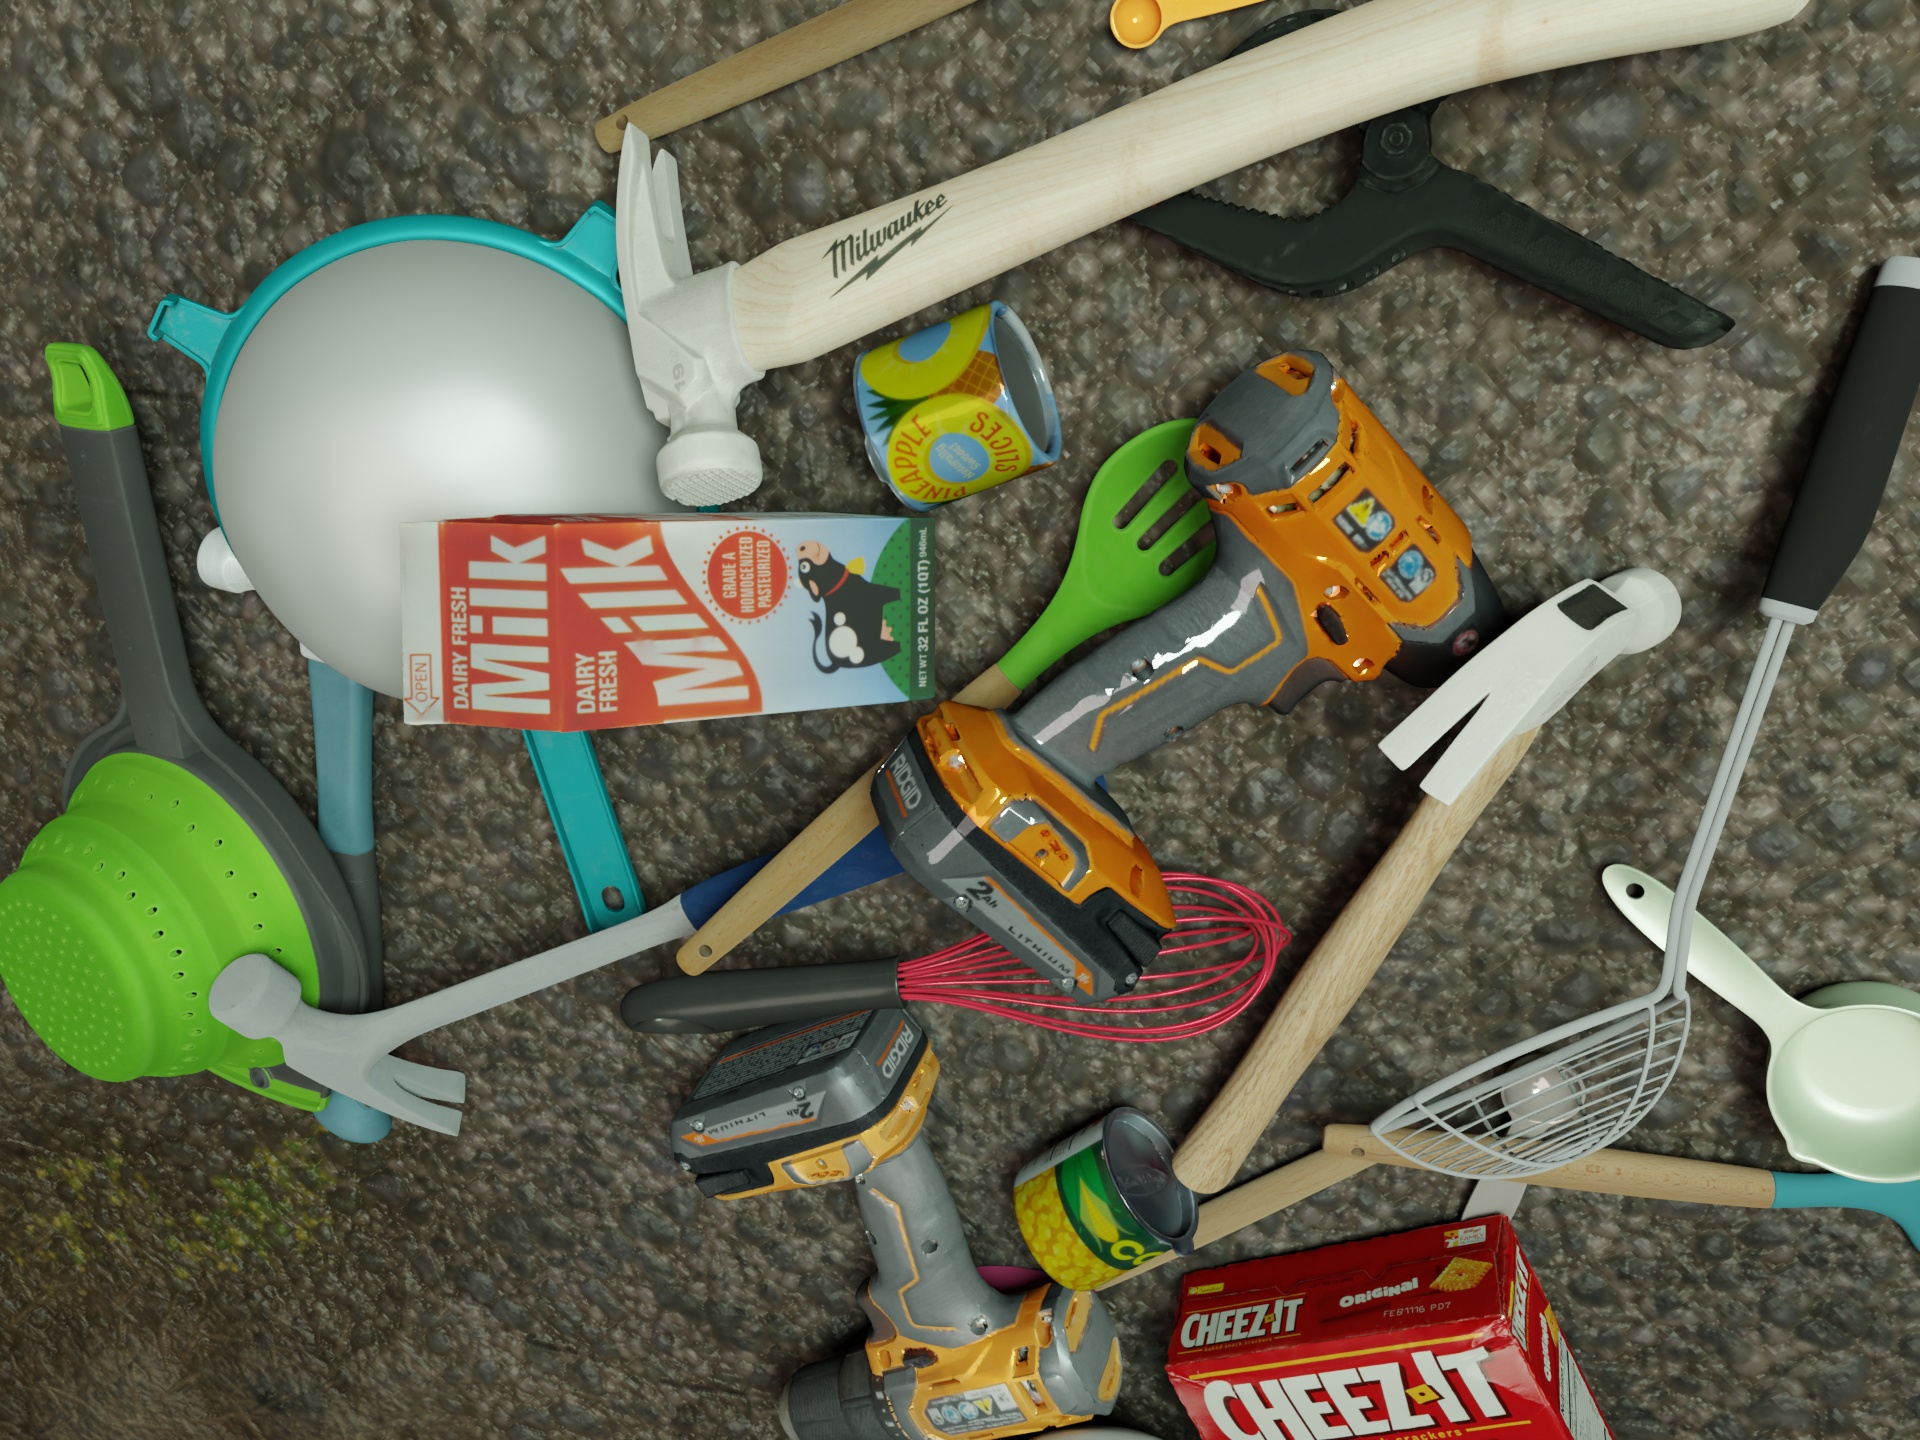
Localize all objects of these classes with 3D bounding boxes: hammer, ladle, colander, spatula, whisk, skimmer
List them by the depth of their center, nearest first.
[{"bbox_3d":[0.065,-0.200,0.532,0.410,0.038,0.146,-15,77,20],"label":"hammer"},{"bbox_3d":[-0.002,-0.262,0.552,0.320,0.062,0.078,-13,90,23],"label":"ladle"},{"bbox_3d":[0.252,0.010,0.584,0.090,0.127,0.363,25,105,41],"label":"skimmer"},{"bbox_3d":[0.162,0.084,0.638,0.031,0.130,0.331,44,130,27],"label":"hammer"},{"bbox_3d":[0.313,0.198,0.662,0.317,0.044,0.082,5,119,7],"label":"spatula"},{"bbox_3d":[-0.006,0.111,0.688,0.296,0.073,0.073,-8,111,9],"label":"whisk"},{"bbox_3d":[-0.126,0.093,0.717,0.405,0.035,0.143,-21,136,13],"label":"hammer"},{"bbox_3d":[-0.397,0.031,0.739,0.204,0.094,0.396,11,116,26],"label":"colander"},{"bbox_3d":[-0.307,0.072,0.792,0.128,0.033,0.330,14,116,10],"label":"hammer"}]

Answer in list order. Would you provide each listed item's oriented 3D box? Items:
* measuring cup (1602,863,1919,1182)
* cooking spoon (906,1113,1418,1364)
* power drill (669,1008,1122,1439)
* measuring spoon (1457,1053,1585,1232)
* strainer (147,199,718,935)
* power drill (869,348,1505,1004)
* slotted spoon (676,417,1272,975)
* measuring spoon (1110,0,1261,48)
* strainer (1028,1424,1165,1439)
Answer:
[{"bbox_3d":[0.328,0.111,0.638,0.168,0.038,0.083,42,118,10],"label":"measuring cup"},{"bbox_3d":[0.084,0.261,0.775,0.319,0.017,0.068,-35,100,26],"label":"cooking spoon"},{"bbox_3d":[-0.050,0.259,0.771,0.185,0.084,0.226,-24,104,26],"label":"power drill"},{"bbox_3d":[0.243,0.193,0.707,0.034,0.018,0.124,13,122,6],"label":"measuring spoon"},{"bbox_3d":[-0.192,-0.028,0.657,0.211,0.095,0.340,-12,116,2],"label":"strainer"},{"bbox_3d":[0.095,-0.003,0.594,0.226,0.084,0.164,-45,118,10],"label":"power drill"},{"bbox_3d":[-0.001,-0.002,0.637,0.313,0.031,0.070,-42,97,10],"label":"slotted spoon"},{"bbox_3d":[0.108,-0.260,0.549,0.117,0.011,0.021,-14,109,17],"label":"measuring spoon"},{"bbox_3d":[0.019,0.380,0.772,0.256,0.069,0.151,-1,144,11],"label":"strainer"}]
